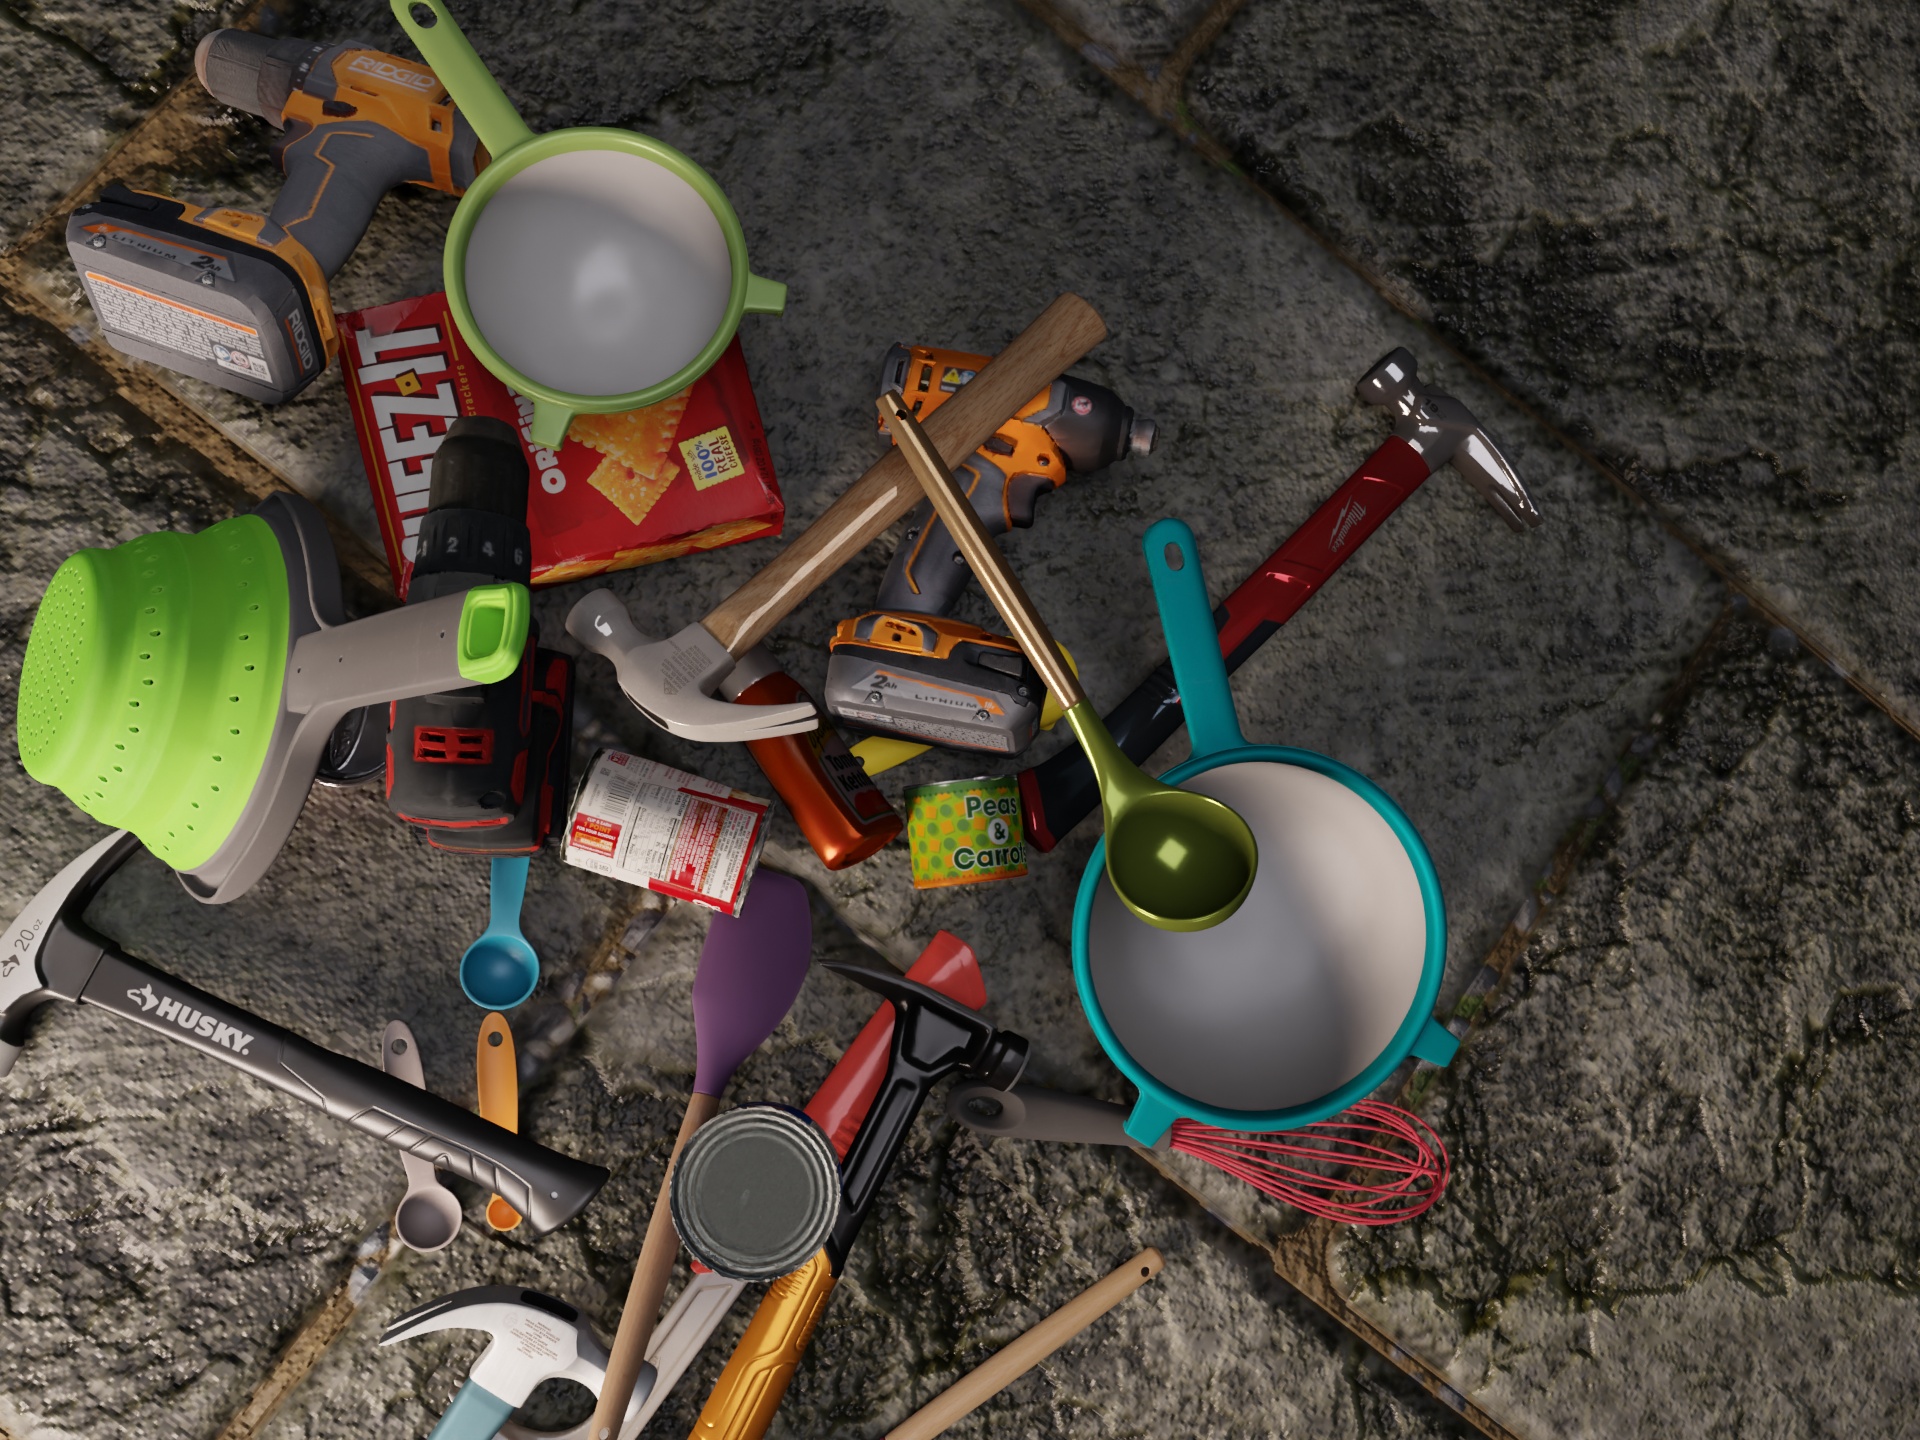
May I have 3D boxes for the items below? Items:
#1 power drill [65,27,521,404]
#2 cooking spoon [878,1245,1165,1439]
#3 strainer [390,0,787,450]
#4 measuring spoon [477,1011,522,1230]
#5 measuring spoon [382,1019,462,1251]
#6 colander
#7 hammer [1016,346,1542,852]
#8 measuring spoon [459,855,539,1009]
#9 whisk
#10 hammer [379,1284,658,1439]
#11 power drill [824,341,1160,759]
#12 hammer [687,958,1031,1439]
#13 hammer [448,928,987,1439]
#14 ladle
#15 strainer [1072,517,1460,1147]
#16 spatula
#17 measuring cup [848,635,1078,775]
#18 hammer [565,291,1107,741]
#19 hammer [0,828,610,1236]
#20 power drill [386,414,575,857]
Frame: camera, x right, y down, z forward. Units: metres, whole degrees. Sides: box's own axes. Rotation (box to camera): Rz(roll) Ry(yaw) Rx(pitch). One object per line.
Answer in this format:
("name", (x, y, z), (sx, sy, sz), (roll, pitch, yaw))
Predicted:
("power drill", (-0.364, -0.283, 0.837), (0.185, 0.084, 0.226), (20, 55, 7))
("cooking spoon", (-0.017, 0.391, 0.886), (0.319, 0.017, 0.069), (-32, 91, -11))
("strainer", (-0.216, -0.267, 0.830), (0.151, 0.069, 0.256), (-34, 86, -10))
("measuring spoon", (-0.252, 0.218, 0.871), (0.021, 0.011, 0.117), (-4, 81, -11))
("measuring spoon", (-0.294, 0.223, 0.861), (0.034, 0.018, 0.124), (-12, 79, -10))
("colander", (-0.324, -0.026, 0.697), (0.094, 0.397, 0.204), (14, 76, -43))
("hammer", (0.186, -0.052, 0.963), (0.386, 0.038, 0.143), (-44, 94, -12))
("measuring spoon", (-0.250, 0.096, 0.883), (0.042, 0.021, 0.129), (4, 74, -10))
("whisk", (0.138, 0.240, 0.914), (0.296, 0.073, 0.073), (9, 82, -3))
("hammer", (-0.301, 0.432, 0.802), (0.128, 0.033, 0.331), (36, 87, -5))
("power drill", (0.018, -0.099, 0.899), (0.164, 0.084, 0.227), (10, 75, 6))
("hammer", (-0.090, 0.295, 0.840), (0.127, 0.034, 0.337), (28, 81, -6))
("hammer", (-0.112, 0.263, 0.875), (0.149, 0.036, 0.359), (37, 79, -4))
("ladle", (0.049, -0.033, 0.814), (0.078, 0.062, 0.320), (-33, 94, -16))
("strainer", (0.145, 0.056, 0.906), (0.211, 0.095, 0.340), (-13, 90, -7))
("spatula", (-0.140, 0.225, 0.844), (0.059, 0.018, 0.316), (18, 64, -6))
("measuring cup", (-0.001, -0.003, 0.928), (0.156, 0.029, 0.062), (-25, 88, -13))
("hammer", (-0.044, -0.115, 0.849), (0.331, 0.031, 0.130), (-43, 75, -13))
("hammer", (-0.341, 0.178, 0.835), (0.334, 0.035, 0.146), (26, 80, -2))
("power drill", (-0.236, -0.028, 0.786), (0.080, 0.226, 0.188), (3, 77, -11))
